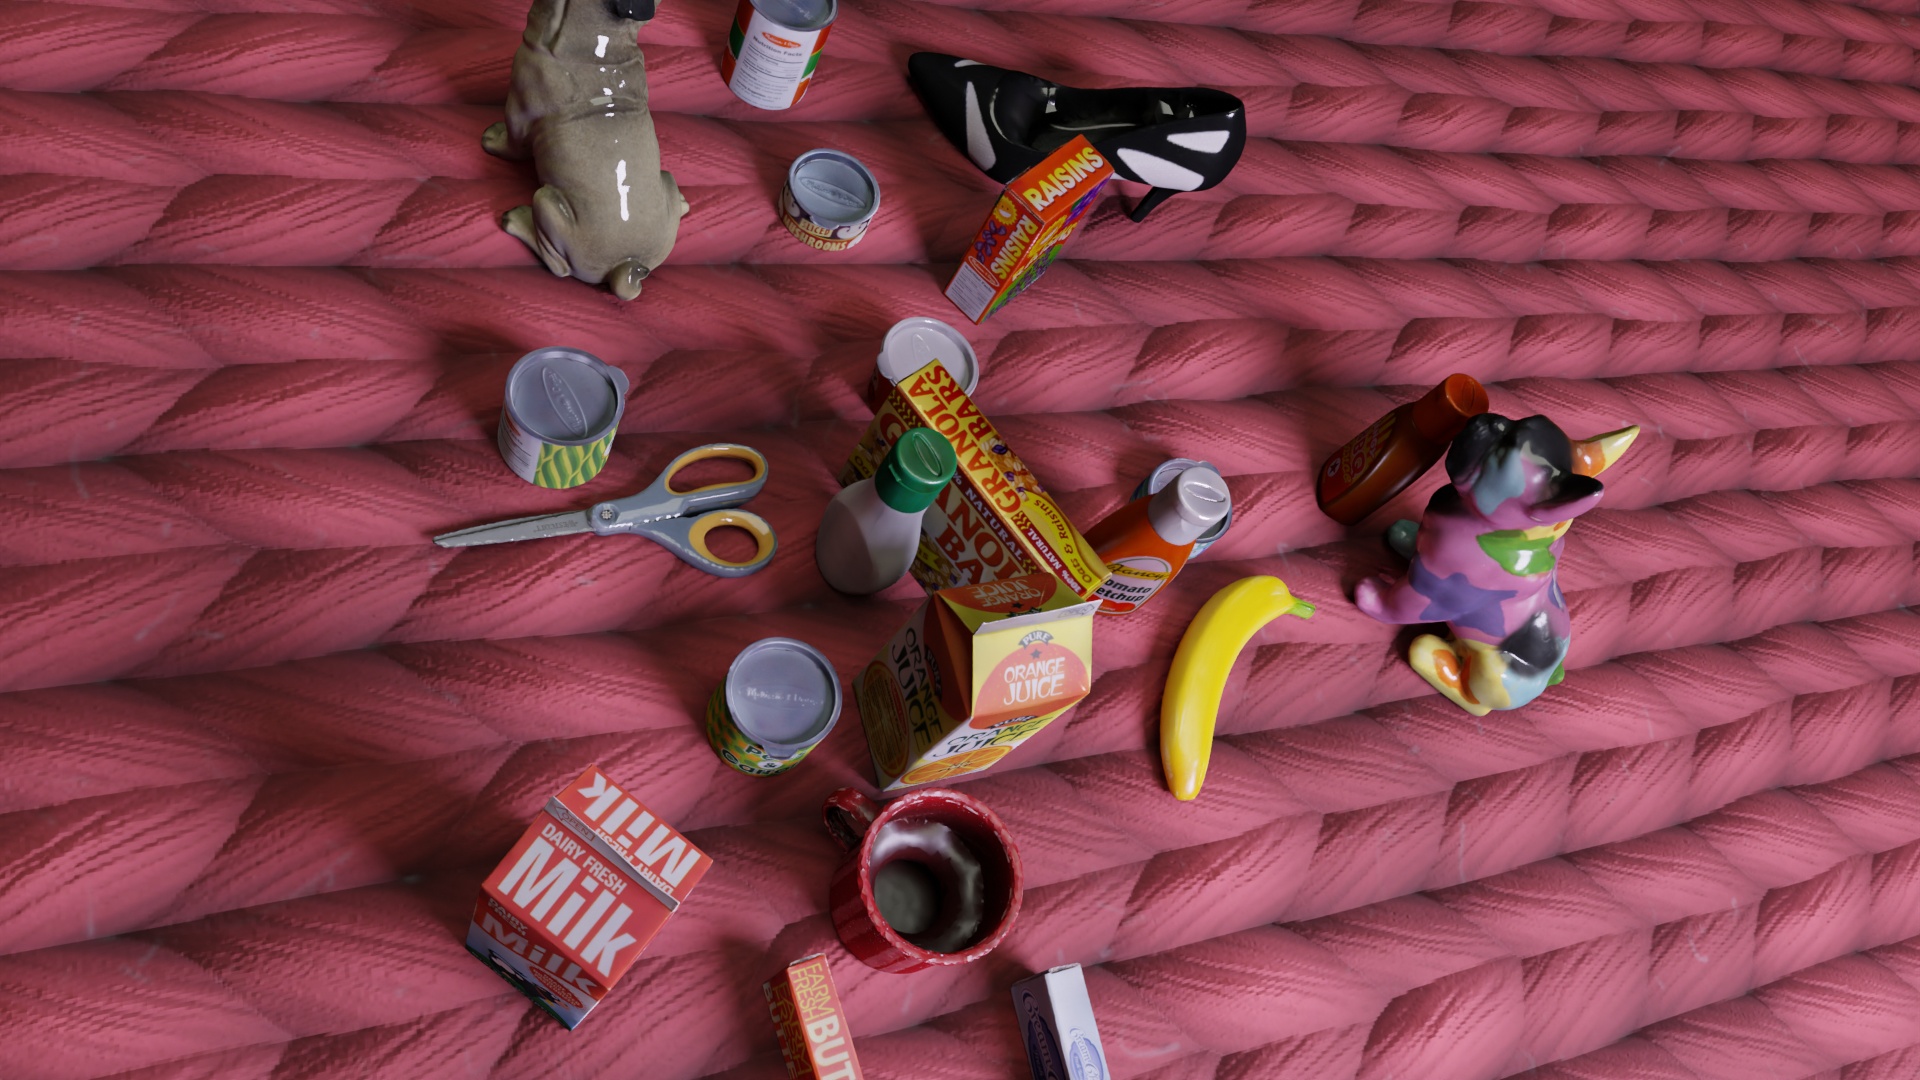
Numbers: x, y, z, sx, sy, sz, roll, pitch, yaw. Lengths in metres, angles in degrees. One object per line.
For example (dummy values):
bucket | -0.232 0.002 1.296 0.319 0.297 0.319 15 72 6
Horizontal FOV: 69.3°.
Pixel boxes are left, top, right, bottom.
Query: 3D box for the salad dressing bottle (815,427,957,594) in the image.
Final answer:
salad dressing bottle | -0.044 -0.016 0.817 0.044 0.147 0.064 -22 76 -30

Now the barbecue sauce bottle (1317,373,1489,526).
barbecue sauce bottle | 0.316 -0.067 0.995 0.043 0.148 0.065 26 58 -10

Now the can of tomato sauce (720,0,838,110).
can of tomato sauce | -0.130 -0.361 0.991 0.071 0.082 0.071 10 62 -19

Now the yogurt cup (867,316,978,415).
yogurt cup | -0.028 -0.107 0.925 0.072 0.053 0.072 10 62 -19

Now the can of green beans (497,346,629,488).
can of green beans | -0.236 -0.071 0.817 0.071 0.057 0.071 10 62 -19

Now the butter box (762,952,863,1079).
butter box | -0.072 0.271 0.719 0.024 0.053 0.104 -11 70 -27

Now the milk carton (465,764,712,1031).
milk carton | -0.174 0.166 0.646 0.072 0.189 0.074 39 57 -1

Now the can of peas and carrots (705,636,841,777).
can of peas and carrots | -0.107 0.098 0.787 0.071 0.058 0.071 10 62 -19

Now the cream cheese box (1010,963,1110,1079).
cream cheese box | 0.059 0.290 0.764 0.024 0.053 0.104 -5 67 -25

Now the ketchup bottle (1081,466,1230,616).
ketchup bottle | 0.117 0.001 0.877 0.065 0.148 0.044 15 61 -16

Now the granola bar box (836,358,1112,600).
granola bar box | 0.003 -0.011 0.849 0.039 0.123 0.165 -34 82 -32

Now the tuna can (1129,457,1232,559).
tuna can | 0.155 -0.023 0.974 0.071 0.032 0.071 10 62 -19

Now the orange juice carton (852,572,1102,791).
orange juice carton | 0.008 0.074 0.767 0.072 0.191 0.073 -8 69 -26

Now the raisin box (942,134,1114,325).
raisin box | 0.046 -0.216 0.969 0.040 0.123 0.086 46 57 3

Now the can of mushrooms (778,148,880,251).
can of mushrooms | -0.093 -0.237 0.974 0.071 0.033 0.071 10 62 -19
